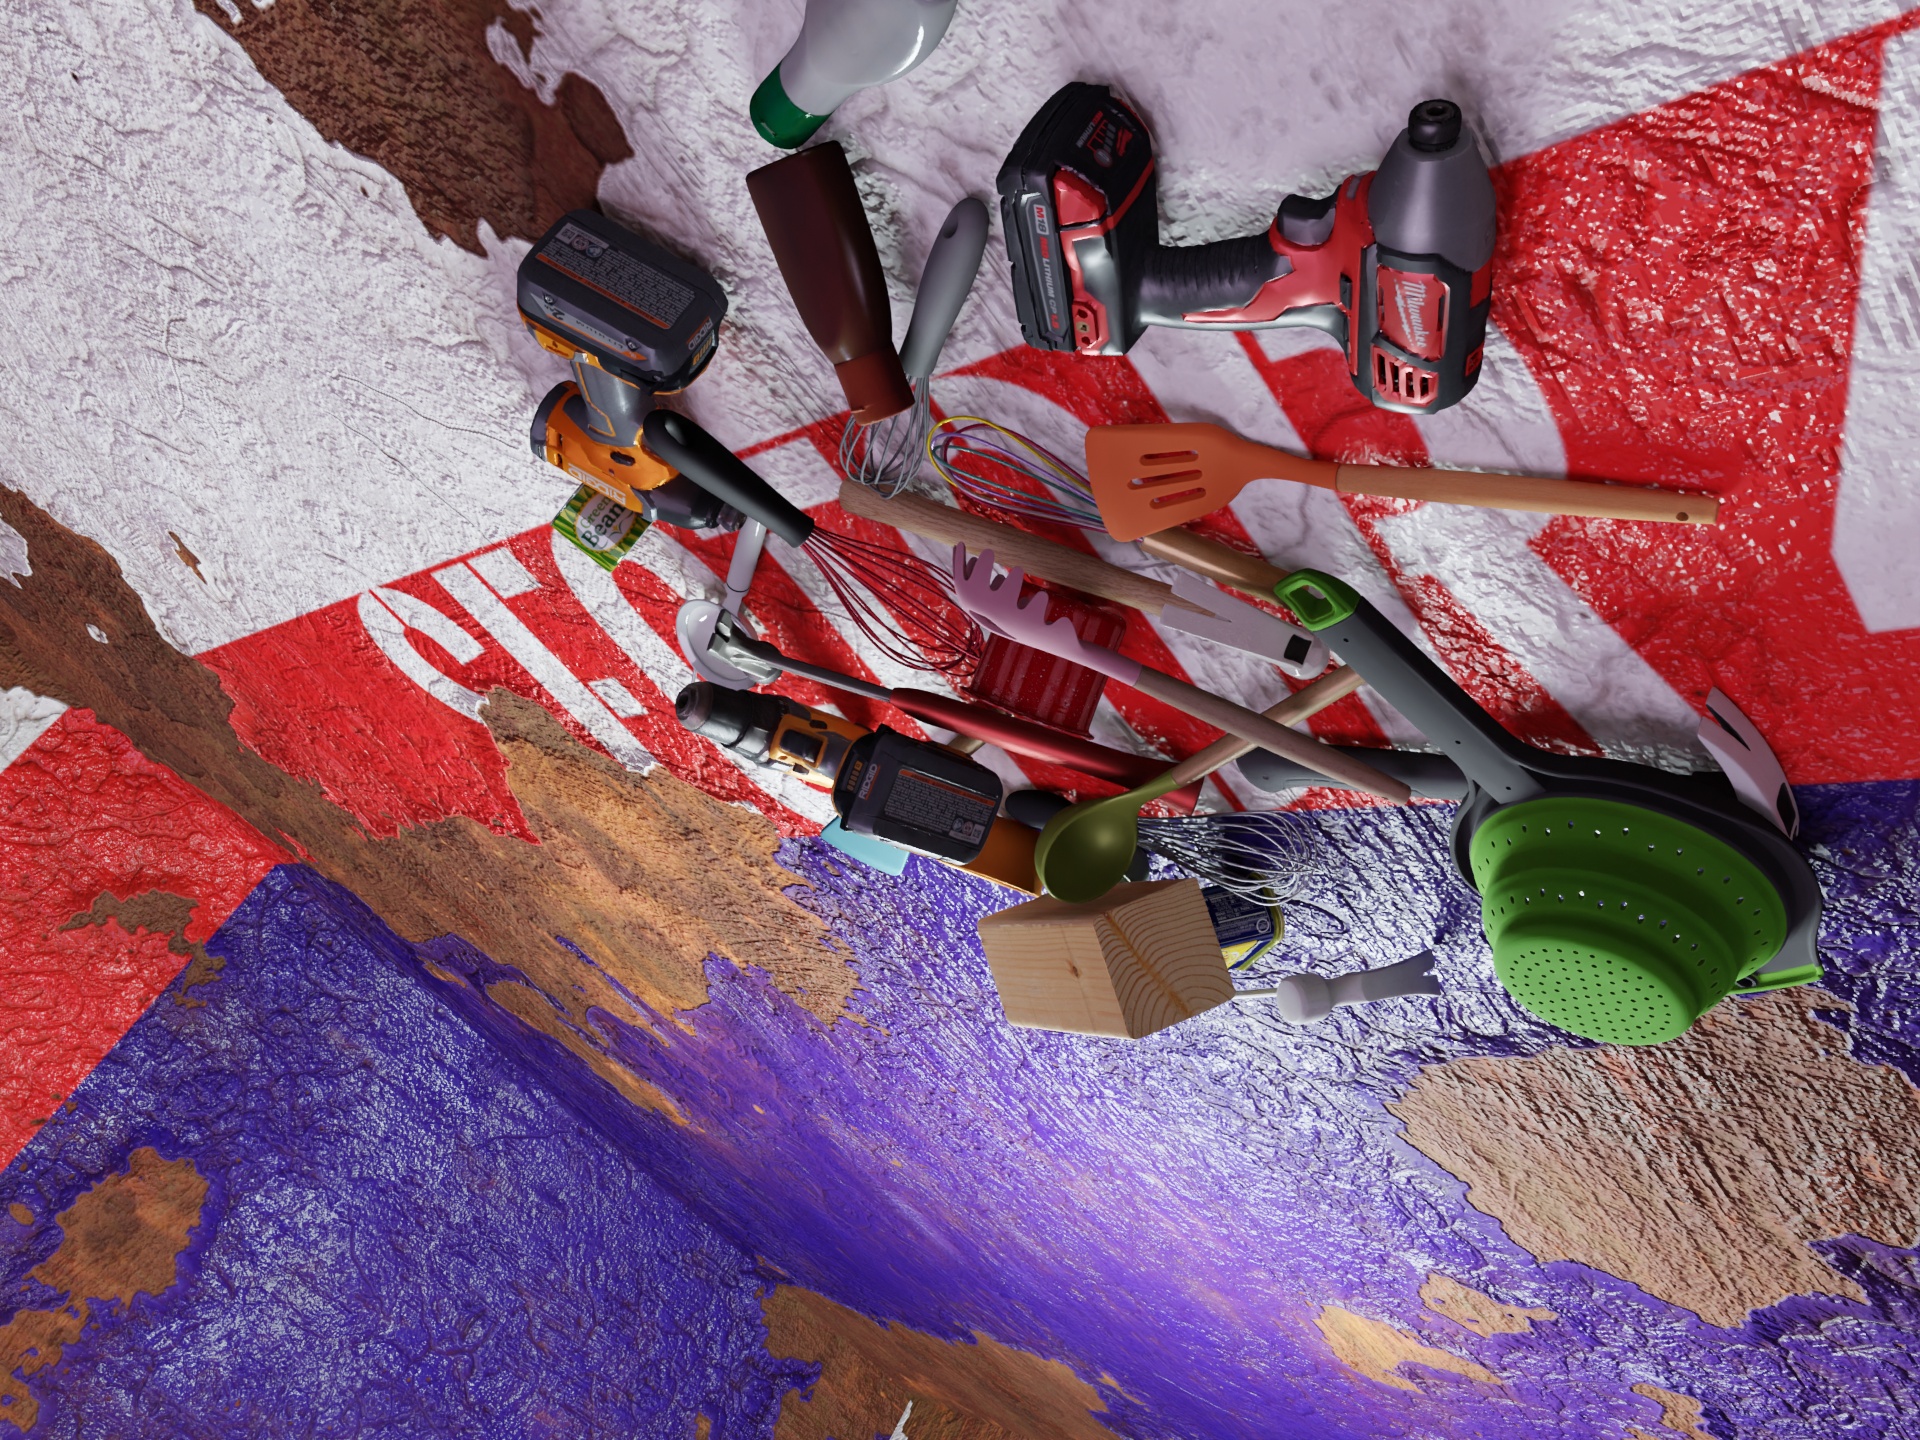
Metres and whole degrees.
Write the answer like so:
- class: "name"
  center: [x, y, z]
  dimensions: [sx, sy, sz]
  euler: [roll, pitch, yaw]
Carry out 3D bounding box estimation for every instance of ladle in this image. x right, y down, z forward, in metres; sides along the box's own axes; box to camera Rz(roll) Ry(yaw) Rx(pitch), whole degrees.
- class: "ladle"
  center: [0.163, 0.037, 1.036]
  dimensions: [0.078, 0.062, 0.320]
  euler: [15, 145, -35]

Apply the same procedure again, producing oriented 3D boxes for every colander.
- class: "colander"
  center: [0.312, 0.069, 0.895]
  dimensions: [0.397, 0.094, 0.204]
  euler: [40, 150, -13]

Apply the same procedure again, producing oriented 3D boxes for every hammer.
- class: "hammer"
  center: [-0.002, -0.004, 1.134]
  dimensions: [0.359, 0.037, 0.149]
  euler: [17, 175, 5]
- class: "hammer"
  center: [0.217, 0.223, 1.290]
  dimensions: [0.144, 0.035, 0.405]
  euler: [-5, 171, -25]
- class: "hammer"
  center: [0.320, 0.033, 0.967]
  dimensions: [0.335, 0.035, 0.146]
  euler: [5, 141, 39]
- class: "hammer"
  center: [0.060, -0.097, 0.985]
  dimensions: [0.331, 0.031, 0.130]
  euler: [23, -175, 28]

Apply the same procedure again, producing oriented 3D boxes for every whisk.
- class: "whisk"
  center: [0.143, 0.084, 1.190]
  dimensions: [0.285, 0.070, 0.070]
  euler: [10, 143, 43]
- class: "whisk"
  center: [-0.090, -0.114, 1.054]
  dimensions: [0.295, 0.073, 0.073]
  euler: [35, 153, -31]
- class: "whisk"
  center: [-0.025, -0.213, 0.930]
  dimensions: [0.055, 0.055, 0.238]
  euler: [32, 145, 2]
- class: "whisk"
  center: [0.091, -0.122, 0.946]
  dimensions: [0.245, 0.051, 0.047]
  euler: [23, 105, 6]

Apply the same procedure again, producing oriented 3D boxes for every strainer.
- class: "strainer"
  center: [-0.171, -0.100, 1.228]
  dimensions: [0.087, 0.050, 0.258]
  euler: [38, 145, 7]

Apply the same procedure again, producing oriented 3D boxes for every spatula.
- class: "spatula"
  center: [0.220, -0.120, 0.834]
  dimensions: [0.323, 0.041, 0.080]
  euler: [11, 139, 31]
- class: "spatula"
  center: [-0.022, 0.050, 1.300]
  dimensions: [0.082, 0.044, 0.317]
  euler: [29, 149, -12]

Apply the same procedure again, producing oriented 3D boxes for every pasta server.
- class: "pasta server"
  center: [0.133, -0.023, 0.954]
  dimensions: [0.316, 0.040, 0.060]
  euler: [24, 177, -7]

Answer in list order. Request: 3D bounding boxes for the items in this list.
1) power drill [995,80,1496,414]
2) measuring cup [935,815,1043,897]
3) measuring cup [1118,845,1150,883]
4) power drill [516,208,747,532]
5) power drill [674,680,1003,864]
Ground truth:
- class: "power drill"
  center: [0.134, -0.224, 0.734]
  dimensions: [0.220, 0.079, 0.143]
  euler: [15, 146, 23]
- class: "measuring cup"
  center: [0.026, 0.108, 1.342]
  dimensions: [0.095, 0.052, 0.173]
  euler: [21, 175, -7]
- class: "measuring cup"
  center: [0.112, 0.138, 1.310]
  dimensions: [0.083, 0.038, 0.167]
  euler: [27, 151, 11]
- class: "power drill"
  center: [-0.212, -0.215, 1.065]
  dimensions: [0.164, 0.084, 0.226]
  euler: [30, 154, 4]
- class: "power drill"
  center: [-0.099, 0.028, 1.209]
  dimensions: [0.185, 0.084, 0.226]
  euler: [22, 180, -39]
